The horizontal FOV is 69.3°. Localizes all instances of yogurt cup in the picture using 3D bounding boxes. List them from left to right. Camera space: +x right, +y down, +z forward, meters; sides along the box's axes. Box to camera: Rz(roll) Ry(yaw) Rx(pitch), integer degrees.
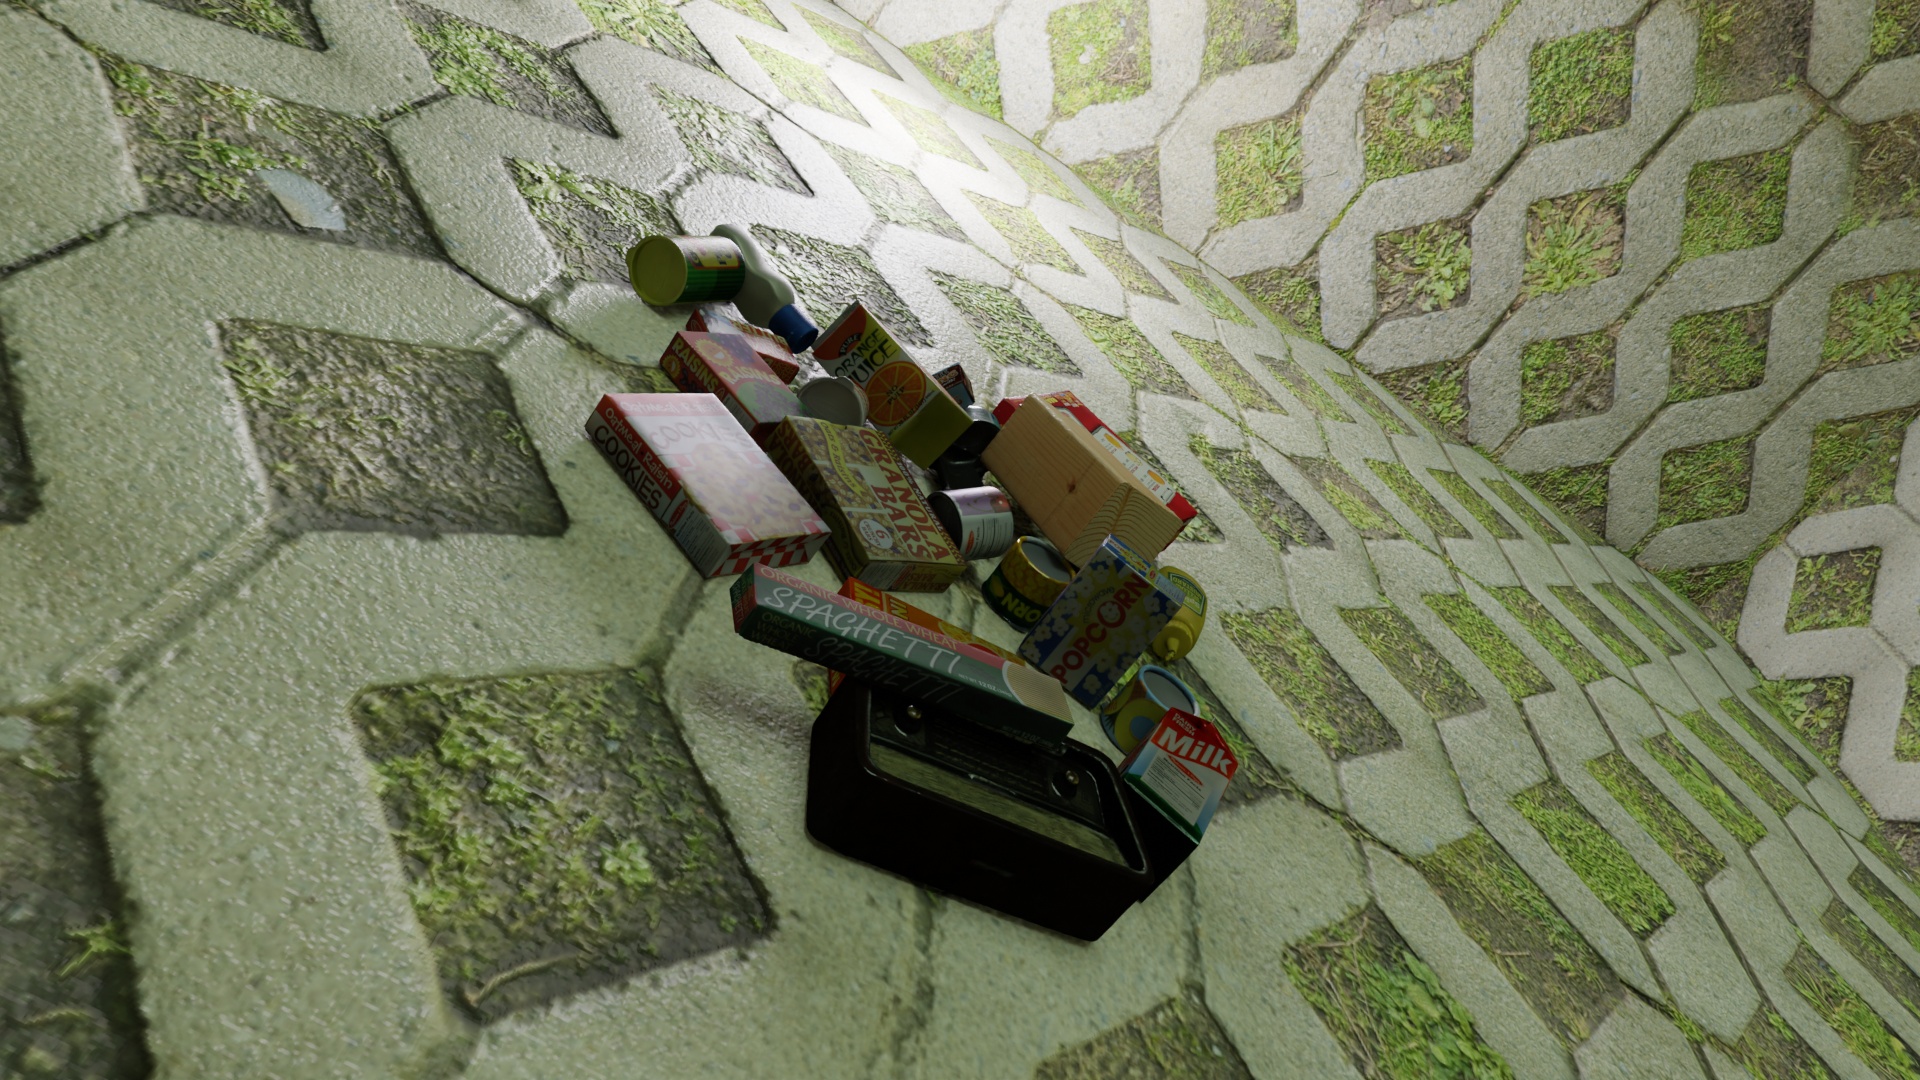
[{"bbox_3d":[-0.117,-0.122,1.292,0.072,0.072,0.054,37,16,-1],"label":"yogurt cup"}]

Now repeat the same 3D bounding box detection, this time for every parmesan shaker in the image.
[{"bbox_3d":[-0.264,-0.263,1.340,0.071,0.071,0.103,42,25,11],"label":"parmesan shaker"}]

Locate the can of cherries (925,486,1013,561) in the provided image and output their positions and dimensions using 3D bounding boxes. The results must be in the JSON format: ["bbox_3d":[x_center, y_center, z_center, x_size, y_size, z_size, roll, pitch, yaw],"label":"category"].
[{"bbox_3d":[0.004,-0.016,1.245,0.058,0.071,0.072,-8,47,-34],"label":"can of cherries"}]

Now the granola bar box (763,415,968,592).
[{"bbox_3d":[-0.081,-0.031,1.193,0.124,0.039,0.166,5,45,-50],"label":"granola bar box"}]

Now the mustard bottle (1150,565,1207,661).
[{"bbox_3d":[0.214,0.080,1.389,0.065,0.048,0.161,33,25,-6],"label":"mustard bottle"}]

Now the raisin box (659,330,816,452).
[{"bbox_3d":[-0.197,-0.132,1.232,0.123,0.040,0.086,48,27,19],"label":"raisin box"}]

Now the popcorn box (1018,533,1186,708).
[{"bbox_3d":[0.121,0.070,1.192,0.085,0.126,0.038,39,20,3],"label":"popcorn box"}]

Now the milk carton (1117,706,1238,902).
[{"bbox_3d":[0.160,0.195,1.092,0.073,0.072,0.191,41,26,8],"label":"milk carton"}]

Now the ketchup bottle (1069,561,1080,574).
[{"bbox_3d":[0.129,0.048,1.340,0.149,0.043,0.065,6,39,-49],"label":"ketchup bottle"}]

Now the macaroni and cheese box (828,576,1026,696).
[{"bbox_3d":[-0.020,0.108,1.044,0.166,0.040,0.124,27,26,-22],"label":"macaroni and cheese box"}]

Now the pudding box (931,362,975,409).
[{"bbox_3d":[-0.029,-0.144,1.420,0.030,0.083,0.050,60,11,-31],"label":"pudding box"}]

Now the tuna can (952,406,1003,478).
[{"bbox_3d":[0.012,-0.100,1.423,0.071,0.070,0.033,25,26,-25],"label":"tuna can"}]

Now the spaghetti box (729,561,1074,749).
[{"bbox_3d":[-0.035,0.079,0.924,0.250,0.028,0.050,23,26,-25],"label":"spaghetti box"}]

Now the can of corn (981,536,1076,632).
[{"bbox_3d":[0.063,0.040,1.251,0.071,0.058,0.071,30,25,-15],"label":"can of corn"}]

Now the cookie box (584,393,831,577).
[{"bbox_3d":[-0.197,-0.047,1.084,0.168,0.040,0.123,48,26,20],"label":"cookie box"}]

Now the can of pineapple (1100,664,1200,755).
[{"bbox_3d":[0.162,0.148,1.193,0.071,0.057,0.071,30,26,-16],"label":"can of pineapple"}]

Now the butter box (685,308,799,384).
[{"bbox_3d":[-0.207,-0.185,1.328,0.103,0.024,0.053,15,32,-40],"label":"butter box"}]

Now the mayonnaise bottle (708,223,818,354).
[{"bbox_3d":[-0.204,-0.251,1.407,0.148,0.064,0.041,47,29,11],"label":"mayonnaise bottle"}]

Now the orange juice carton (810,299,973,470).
[{"bbox_3d":[-0.078,-0.163,1.375,0.193,0.072,0.073,49,7,33],"label":"orange juice carton"}]
